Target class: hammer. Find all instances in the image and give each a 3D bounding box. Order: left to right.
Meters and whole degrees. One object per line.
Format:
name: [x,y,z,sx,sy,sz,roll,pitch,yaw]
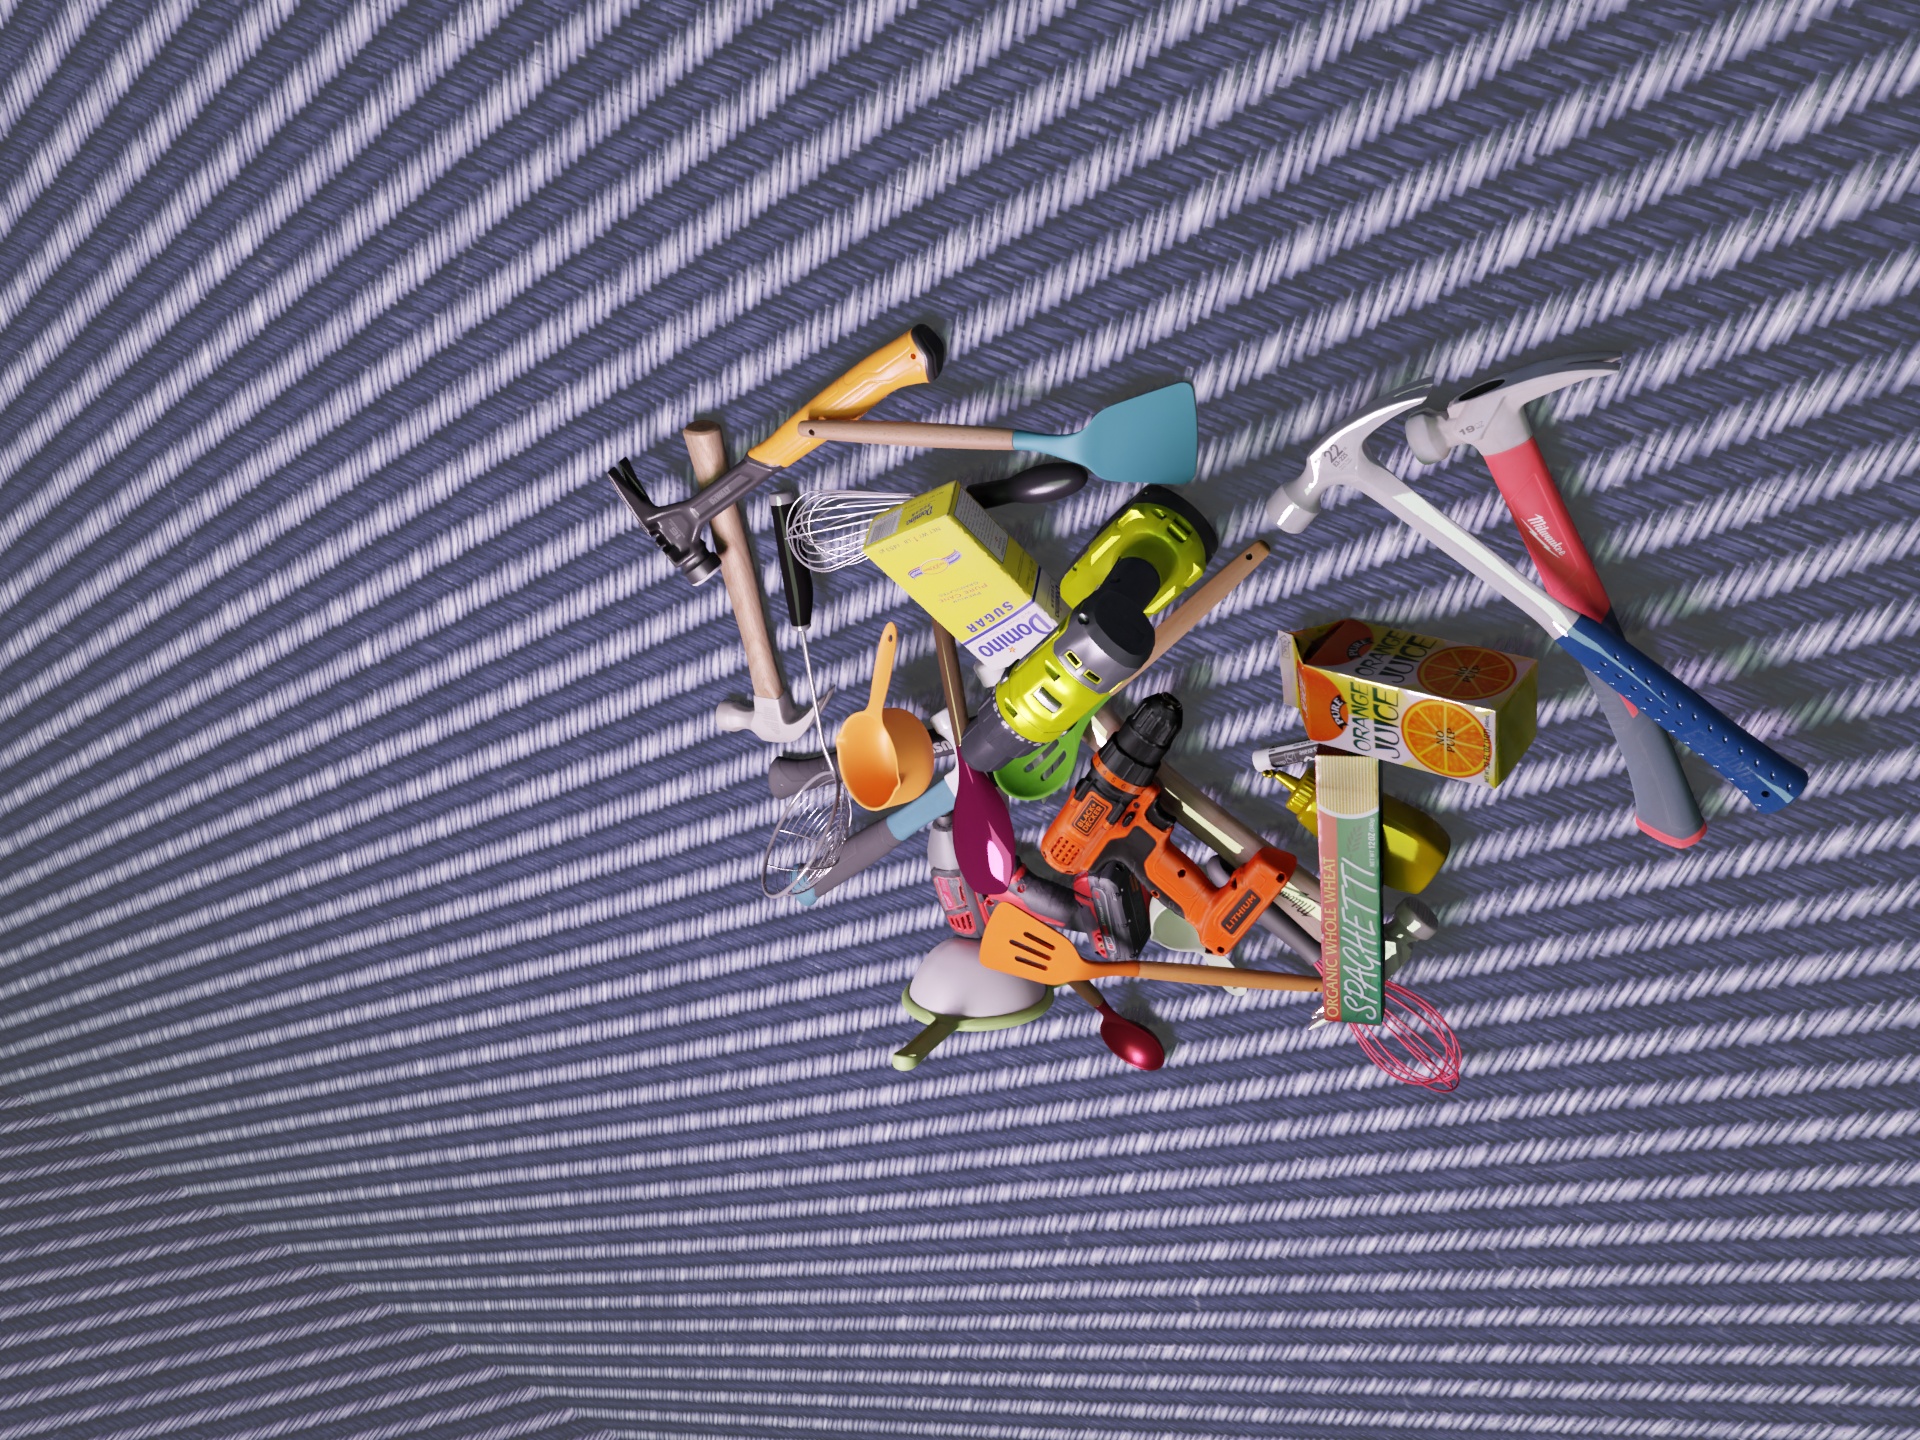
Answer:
hammer: [-0.198,-0.119,1.465,0.130,0.031,0.331,9,128,25]
hammer: [-0.149,-0.235,1.317,0.337,0.034,0.127,-27,108,34]
hammer: [-0.068,0.105,1.505,0.331,0.033,0.128,-35,86,46]
hammer: [-0.056,0.034,1.501,0.335,0.035,0.146,-15,115,38]
hammer: [0.202,0.089,1.361,0.410,0.038,0.146,40,115,3]
hammer: [0.411,-0.074,1.088,0.405,0.035,0.144,37,132,-2]
hammer: [0.458,-0.072,1.116,0.143,0.038,0.386,-18,114,37]

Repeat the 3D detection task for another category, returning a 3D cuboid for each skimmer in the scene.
skimmer: [-0.161,-0.020,1.426,0.127,0.090,0.363,-144,44,-67]

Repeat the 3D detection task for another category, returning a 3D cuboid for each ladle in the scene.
ladle: [0.117,0.255,1.511,0.069,0.031,0.315,2,148,36]

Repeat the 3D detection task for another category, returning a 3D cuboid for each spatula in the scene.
spatula: [0.022,-0.222,1.229,0.317,0.044,0.082,7,128,20]
spatula: [0.180,0.217,1.424,0.322,0.041,0.081,7,126,-12]

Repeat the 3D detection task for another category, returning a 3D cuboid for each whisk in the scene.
whisk: [-0.026,-0.176,1.306,0.284,0.070,0.070,-8,120,28]
whisk: [0.331,0.221,1.408,0.296,0.073,0.073,42,134,2]

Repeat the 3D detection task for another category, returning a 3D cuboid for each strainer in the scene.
strainer: [-0.004,0.256,1.518,0.151,0.256,0.069,4,103,23]

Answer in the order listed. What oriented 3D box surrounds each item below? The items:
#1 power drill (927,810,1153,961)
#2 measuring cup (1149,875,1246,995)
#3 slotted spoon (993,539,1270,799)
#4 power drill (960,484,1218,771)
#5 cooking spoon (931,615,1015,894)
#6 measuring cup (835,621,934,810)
power drill: [0.070,0.148,1.492,0.220,0.078,0.143,5,127,31]
measuring cup: [0.229,0.199,1.468,0.083,0.038,0.167,-21,133,17]
slotted spoon: [0.138,-0.040,1.295,0.313,0.031,0.070,-44,71,31]
power drill: [0.094,-0.065,1.199,0.080,0.229,0.190,42,134,-5]
cooking spoon: [-0.002,-0.004,1.364,0.069,0.017,0.319,-5,97,40]
measuring cup: [-0.056,-0.006,1.387,0.095,0.052,0.173,32,120,42]
